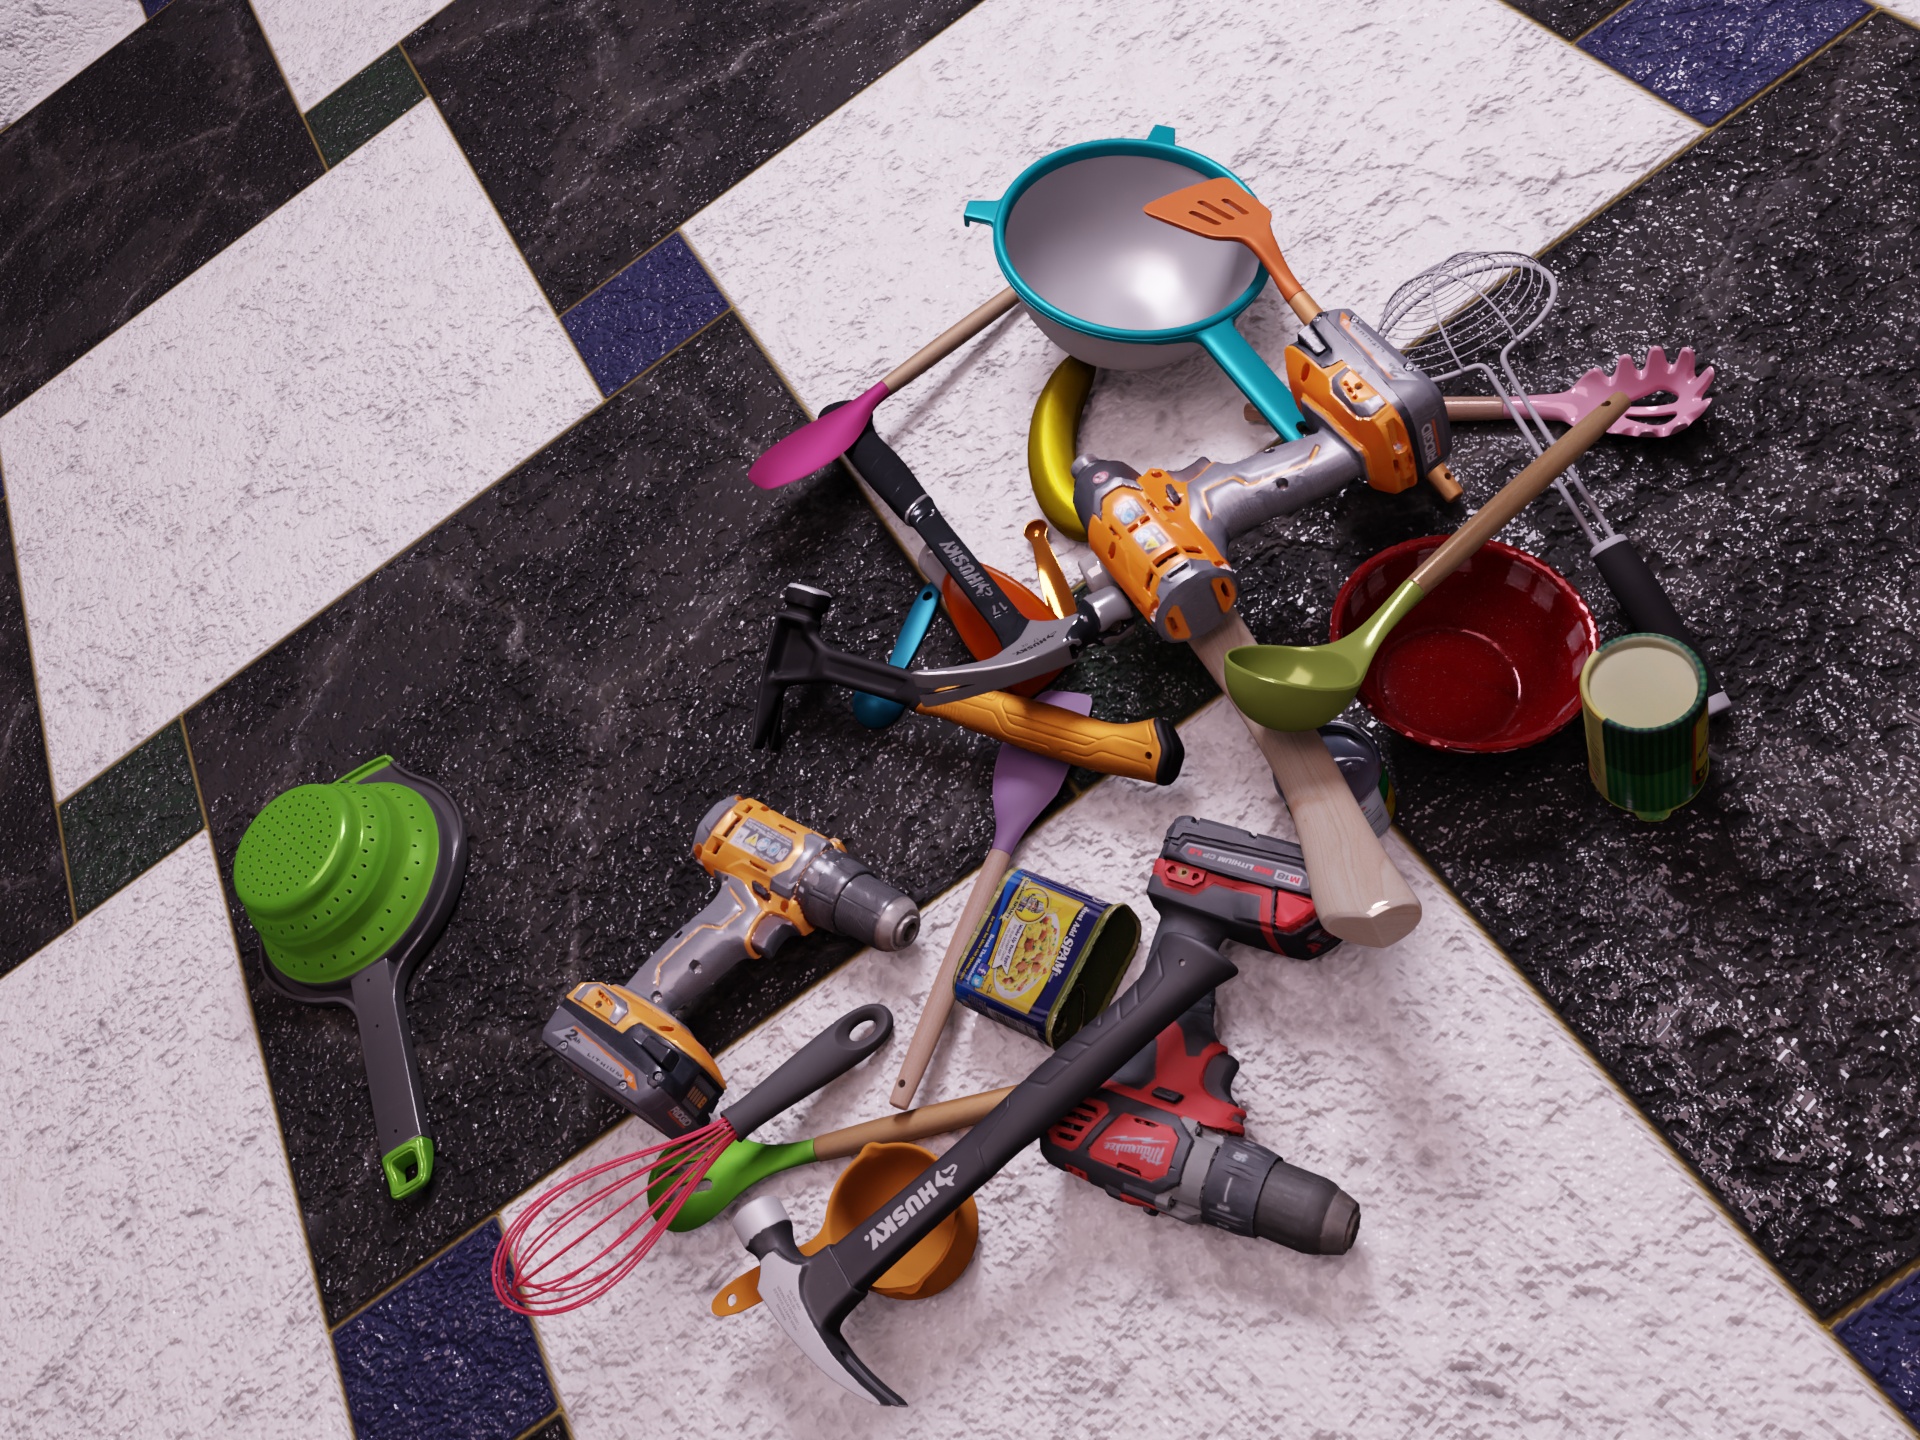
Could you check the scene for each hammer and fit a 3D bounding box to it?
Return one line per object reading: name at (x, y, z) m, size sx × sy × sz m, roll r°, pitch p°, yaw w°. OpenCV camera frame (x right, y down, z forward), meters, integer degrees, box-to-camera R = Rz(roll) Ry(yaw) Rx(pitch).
hammer at (0.025, 0.243, 0.910) m, size 0.335 × 0.035 × 0.146 m, roll -42°, pitch 56°, yaw 4°
hammer at (-0.002, -0.004, 1.113) m, size 0.337 × 0.034 × 0.127 m, roll 15°, pitch 92°, yaw 30°
hammer at (-0.028, -0.144, 1.182) m, size 0.149 × 0.036 × 0.409 m, roll -26°, pitch 41°, yaw -8°
hammer at (0.194, -0.020, 0.993) m, size 0.146 × 0.038 × 0.411 m, roll -28°, pitch 39°, yaw 7°

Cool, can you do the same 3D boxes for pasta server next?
pasta server at (0.347, -0.219, 1.100) m, size 0.316 × 0.040 × 0.060 m, roll 5°, pitch 77°, yaw 28°

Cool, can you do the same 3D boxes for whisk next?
whisk at (-0.161, 0.269, 1.004) m, size 0.296 × 0.073 × 0.073 m, roll -33°, pitch 51°, yaw -23°

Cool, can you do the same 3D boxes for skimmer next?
skimmer at (0.386, -0.155, 1.025) m, size 0.127 × 0.090 × 0.363 m, roll -30°, pitch 71°, yaw 14°

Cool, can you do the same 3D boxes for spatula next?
spatula at (0.016, 0.112, 1.069) m, size 0.060 × 0.018 × 0.316 m, roll 6°, pitch 60°, yaw 32°
spatula at (0.251, -0.277, 1.129) m, size 0.081 × 0.041 × 0.323 m, roll -26°, pitch 72°, yaw -20°

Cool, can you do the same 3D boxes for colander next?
colander at (-0.475, 0.176, 1.220) m, size 0.204 × 0.094 × 0.398 m, roll -31°, pitch 54°, yaw 6°

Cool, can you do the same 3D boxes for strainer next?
strainer at (0.161, -0.294, 1.199) m, size 0.211 × 0.095 × 0.341 m, roll -27°, pitch 65°, yaw -16°

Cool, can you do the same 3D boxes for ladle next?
ladle at (0.284, -0.104, 0.943) m, size 0.320 × 0.062 × 0.078 m, roll -41°, pitch 35°, yaw -11°

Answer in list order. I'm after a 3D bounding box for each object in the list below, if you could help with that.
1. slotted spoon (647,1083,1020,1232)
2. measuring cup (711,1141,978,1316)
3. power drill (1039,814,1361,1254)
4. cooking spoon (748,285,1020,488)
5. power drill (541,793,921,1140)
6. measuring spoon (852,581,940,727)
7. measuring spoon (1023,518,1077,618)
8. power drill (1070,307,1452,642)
slotted spoon at (-0.068, 0.268, 1.023) m, size 0.314 × 0.031 × 0.070 m, roll -17°, pitch 49°, yaw 14°
measuring cup at (-0.068, 0.327, 0.974) m, size 0.173 × 0.052 × 0.095 m, roll -30°, pitch 54°, yaw 9°
power drill at (0.165, 0.186, 0.932) m, size 0.188 × 0.080 × 0.227 m, roll 15°, pitch 73°, yaw 28°
cooking spoon at (-0.042, -0.285, 1.295) m, size 0.319 × 0.017 × 0.069 m, roll -38°, pitch 42°, yaw -13°
power drill at (-0.149, 0.170, 1.077) m, size 0.185 × 0.084 × 0.226 m, roll 23°, pitch 64°, yaw 32°
measuring spoon at (-0.047, -0.055, 1.198) m, size 0.042 × 0.021 × 0.129 m, roll 13°, pitch 69°, yaw 30°
measuring spoon at (0.070, -0.102, 1.181) m, size 0.021 × 0.011 × 0.117 m, roll -22°, pitch 59°, yaw 10°
power drill at (0.185, -0.169, 1.047) m, size 0.226 × 0.084 × 0.164 m, roll -34°, pitch 52°, yaw 1°
